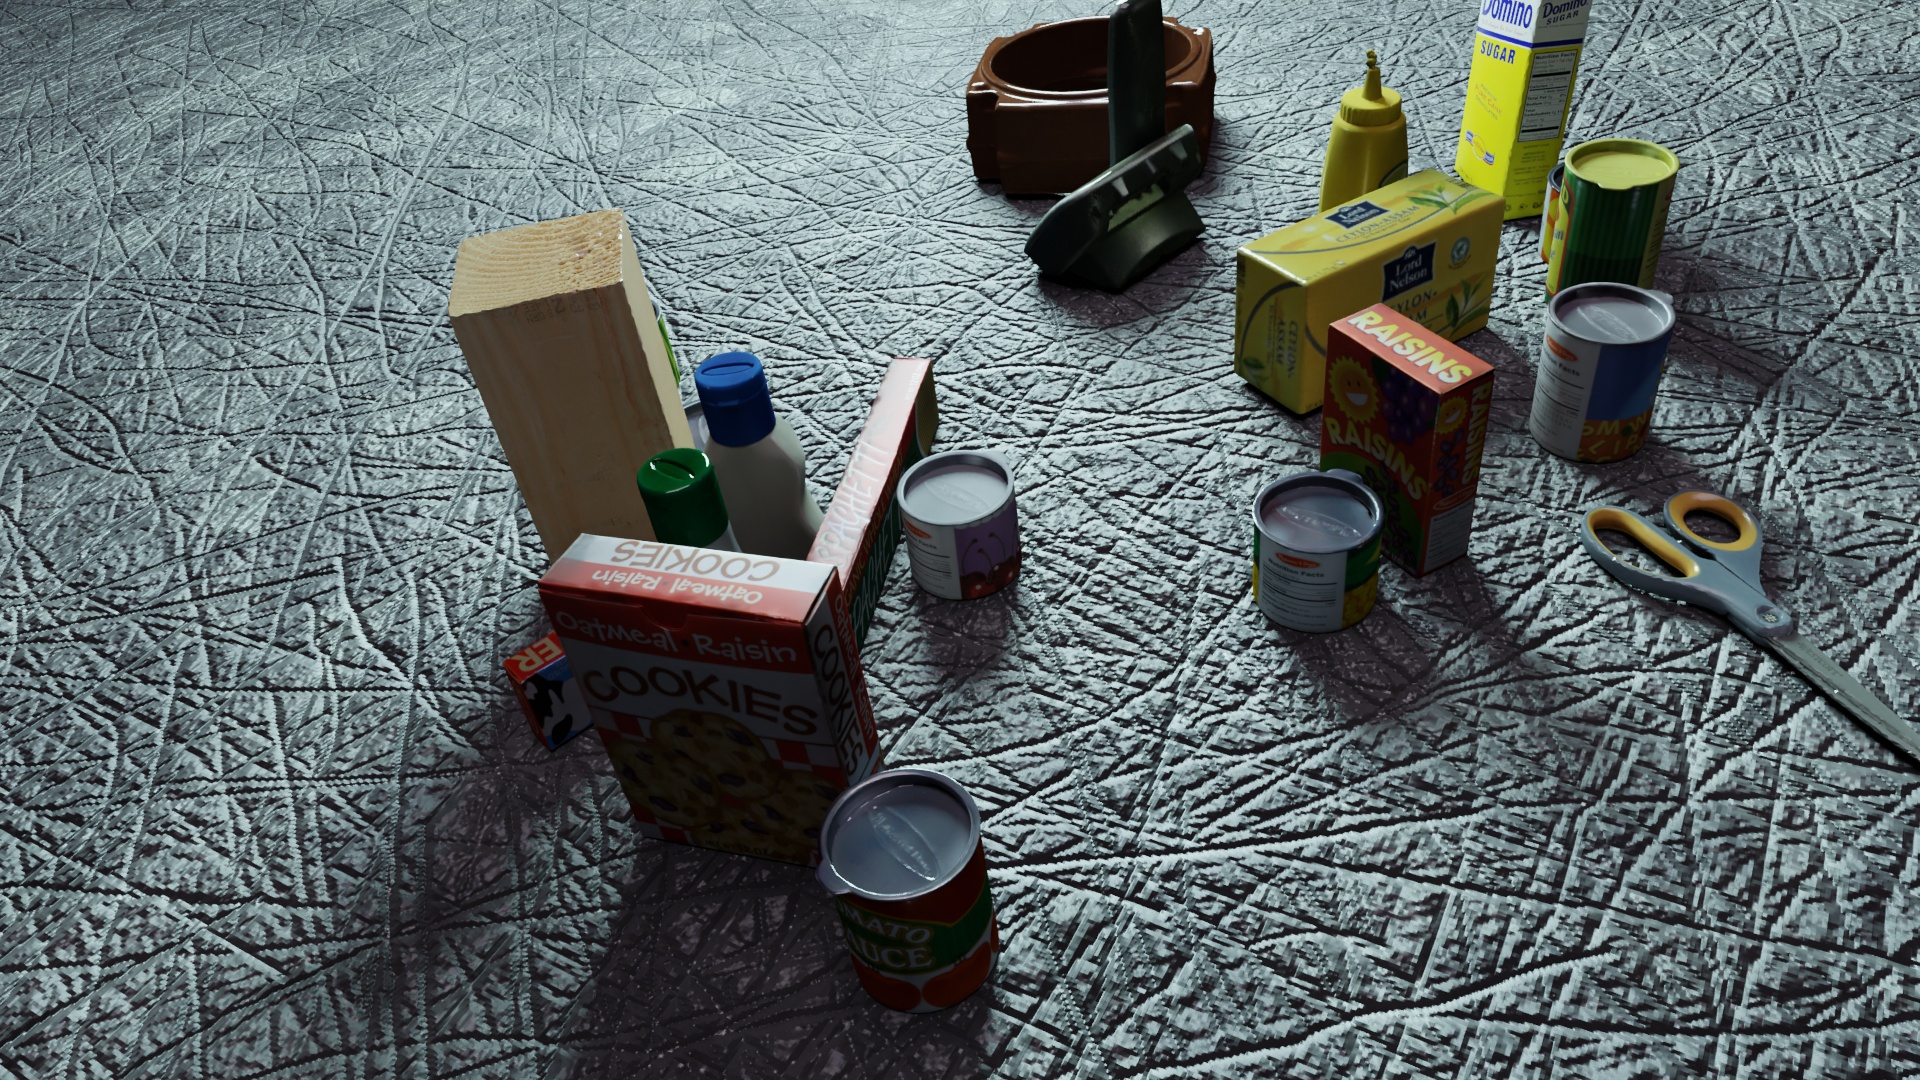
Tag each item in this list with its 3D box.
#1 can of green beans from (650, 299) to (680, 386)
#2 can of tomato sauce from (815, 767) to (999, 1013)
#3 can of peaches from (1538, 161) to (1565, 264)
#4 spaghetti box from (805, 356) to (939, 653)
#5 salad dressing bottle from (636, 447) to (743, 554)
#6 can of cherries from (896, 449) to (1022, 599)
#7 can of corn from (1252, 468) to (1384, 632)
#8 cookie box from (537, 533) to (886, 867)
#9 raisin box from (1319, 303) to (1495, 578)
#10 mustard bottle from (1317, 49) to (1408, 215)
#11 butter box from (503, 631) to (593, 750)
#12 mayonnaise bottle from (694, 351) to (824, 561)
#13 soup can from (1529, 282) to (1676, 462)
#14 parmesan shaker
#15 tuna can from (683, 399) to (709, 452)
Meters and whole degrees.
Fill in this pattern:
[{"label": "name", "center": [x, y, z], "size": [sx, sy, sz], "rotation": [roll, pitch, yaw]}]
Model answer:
[{"label": "can of green beans", "center": [-0.236, -0.130, 0.976], "size": [0.071, 0.057, 0.071], "rotation": [-5, 40, 4]}, {"label": "can of tomato sauce", "center": [-0.021, 0.149, 0.583], "size": [0.071, 0.082, 0.071], "rotation": [-5, 40, 4]}, {"label": "can of peaches", "center": [0.441, -0.224, 0.963], "size": [0.071, 0.057, 0.071], "rotation": [-5, 40, 4]}, {"label": "spaghetti box", "center": [-0.053, -0.019, 0.815], "size": [0.029, 0.050, 0.251], "rotation": [2, 41, 13]}, {"label": "salad dressing bottle", "center": [-0.128, 0.021, 0.705], "size": [0.064, 0.146, 0.044], "rotation": [22, 49, 32]}, {"label": "can of cherries", "center": [0.003, -0.010, 0.788], "size": [0.071, 0.058, 0.072], "rotation": [-5, 40, 4]}, {"label": "can of corn", "center": [0.189, 0.005, 0.736], "size": [0.071, 0.058, 0.071], "rotation": [-5, 40, 4]}, {"label": "cookie box", "center": [-0.103, 0.077, 0.619], "size": [0.123, 0.166, 0.040], "rotation": [6, 42, 17]}, {"label": "raisin box", "center": [0.237, -0.054, 0.746], "size": [0.040, 0.122, 0.086], "rotation": [-24, 42, -17]}, {"label": "mustard bottle", "center": [0.278, -0.256, 0.951], "size": [0.049, 0.159, 0.065], "rotation": [25, 51, 34]}, {"label": "butter box", "center": [-0.187, 0.061, 0.742], "size": [0.104, 0.052, 0.024], "rotation": [-34, 46, -27]}, {"label": "mayonnaise bottle", "center": [-0.112, -0.034, 0.767], "size": [0.065, 0.147, 0.041], "rotation": [-7, 40, 2]}, {"label": "soup can", "center": [0.372, -0.097, 0.804], "size": [0.071, 0.083, 0.072], "rotation": [-5, 40, 4]}, {"label": "parmesan shaker", "center": [0.419, -0.197, 0.900], "size": [0.071, 0.102, 0.072], "rotation": [-5, 40, 4]}, {"label": "tuna can", "center": [-0.157, -0.063, 0.901], "size": [0.071, 0.032, 0.071], "rotation": [-5, 40, 4]}]
